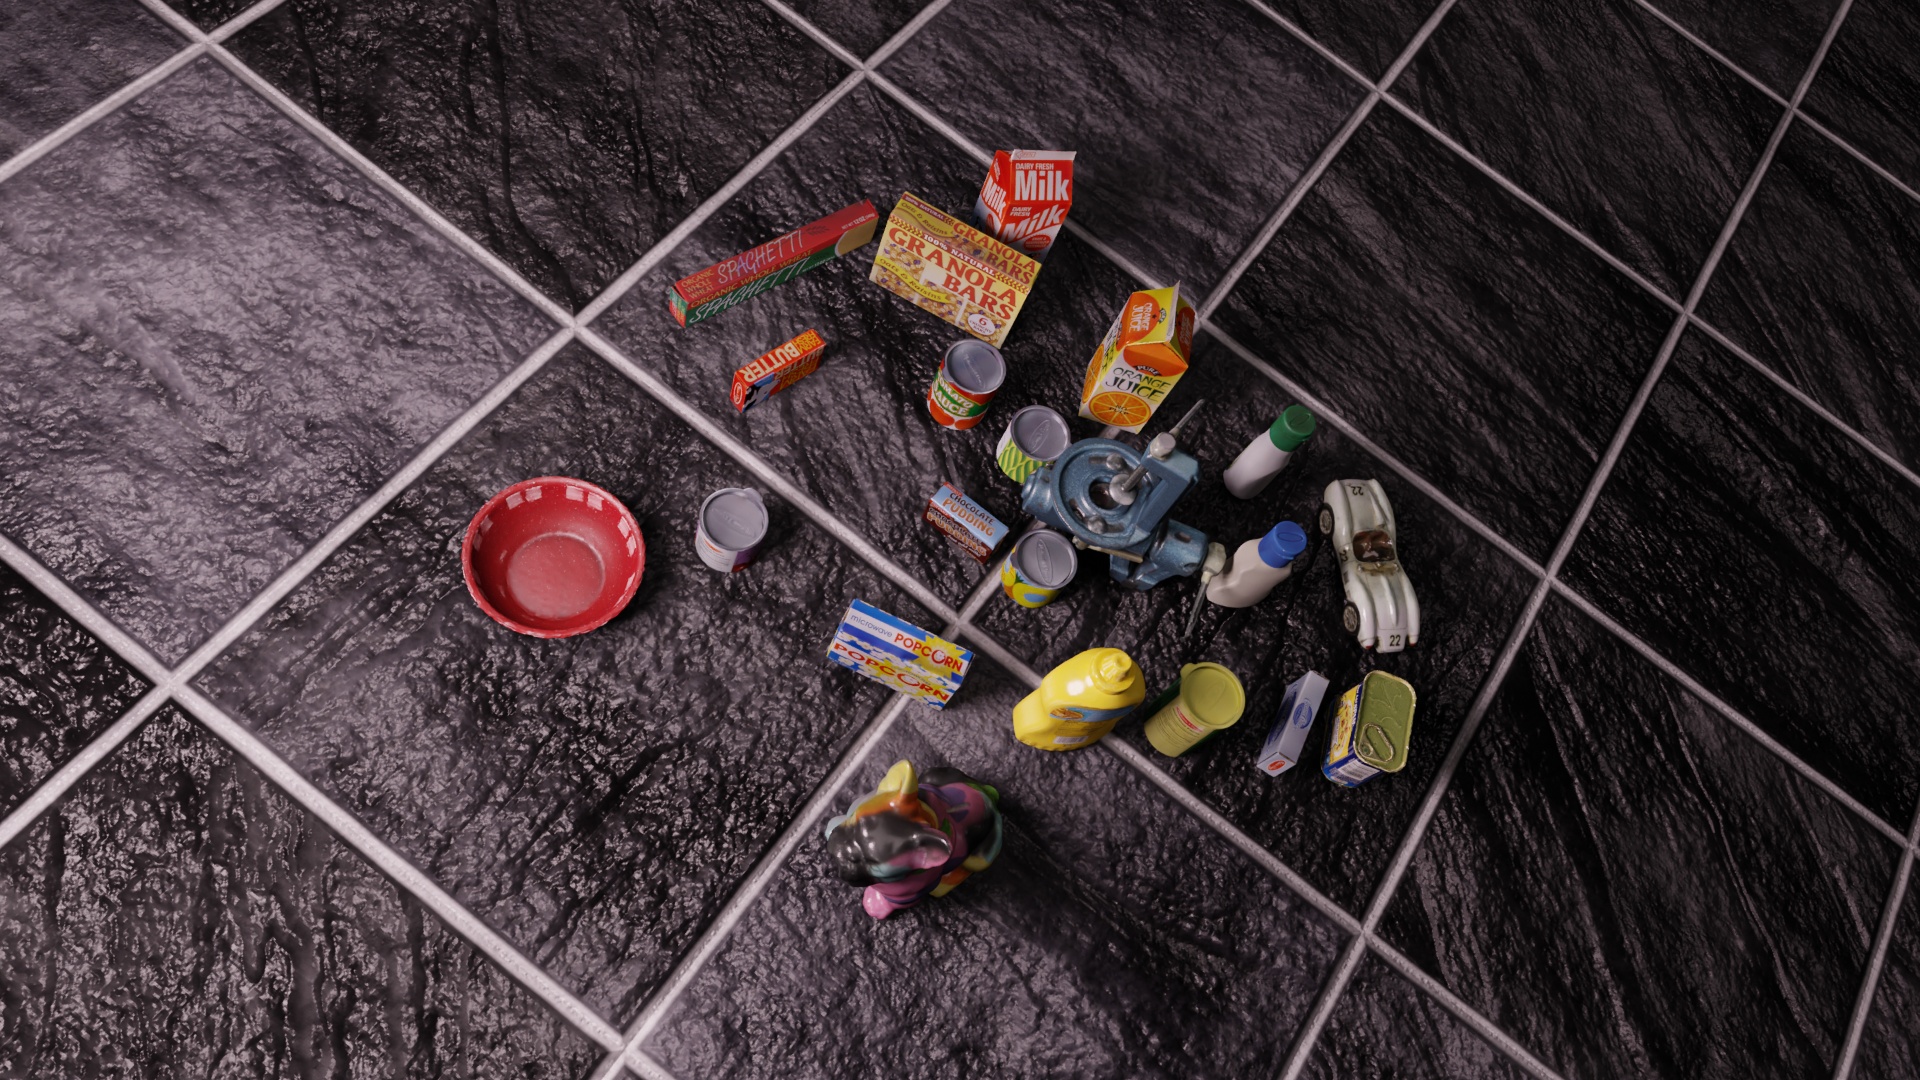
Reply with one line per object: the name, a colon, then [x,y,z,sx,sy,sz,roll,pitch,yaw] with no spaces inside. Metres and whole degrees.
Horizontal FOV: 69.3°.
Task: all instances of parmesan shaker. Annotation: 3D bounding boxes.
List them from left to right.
parmesan shaker: [0.226,0.165,1.364,0.071,0.102,0.071,6,65,-13]

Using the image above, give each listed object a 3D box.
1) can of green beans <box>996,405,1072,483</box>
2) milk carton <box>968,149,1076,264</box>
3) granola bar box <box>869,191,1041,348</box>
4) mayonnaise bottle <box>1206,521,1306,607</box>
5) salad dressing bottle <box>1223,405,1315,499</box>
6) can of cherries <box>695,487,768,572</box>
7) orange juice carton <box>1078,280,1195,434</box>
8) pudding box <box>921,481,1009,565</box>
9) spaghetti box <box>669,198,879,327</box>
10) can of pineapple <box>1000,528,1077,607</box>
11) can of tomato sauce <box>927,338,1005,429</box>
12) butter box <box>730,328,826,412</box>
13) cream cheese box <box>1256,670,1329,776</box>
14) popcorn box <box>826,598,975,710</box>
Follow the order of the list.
can of green beans: [0.077,-0.101,1.472,0.071,0.057,0.071,6,65,-13]
milk carton: [0.066,-0.364,1.515,0.072,0.189,0.073,-4,68,-17]
granola bar box: [-0.007,-0.290,1.499,0.165,0.123,0.039,28,62,-1]
mayonnaise bottle: [0.306,0.025,1.425,0.065,0.147,0.041,6,65,-13]
salad dressing bottle: [0.331,-0.094,1.487,0.064,0.147,0.044,-27,76,-24]
can of cherries: [-0.221,-0.011,1.349,0.071,0.058,0.072,6,65,-13]
orange juice carton: [0.193,-0.195,1.471,0.073,0.191,0.072,17,63,-7]
pudding box: [0.005,-0.018,1.418,0.084,0.049,0.030,38,62,4]
spaghetti box: [-0.198,-0.299,1.493,0.251,0.050,0.029,-31,77,-25]
can of pineapple: [0.077,0.028,1.412,0.071,0.057,0.071,6,65,-13]
can of tomato sauce: [0.004,-0.163,1.466,0.071,0.082,0.071,6,65,-13]
butter box: [-0.189,-0.176,1.437,0.104,0.053,0.024,-35,79,-26]
cream cheese box: [0.338,0.186,1.413,0.024,0.053,0.104,31,62,0]
popcorn box: [-0.059,0.109,1.322,0.127,0.085,0.038,25,62,-3]
